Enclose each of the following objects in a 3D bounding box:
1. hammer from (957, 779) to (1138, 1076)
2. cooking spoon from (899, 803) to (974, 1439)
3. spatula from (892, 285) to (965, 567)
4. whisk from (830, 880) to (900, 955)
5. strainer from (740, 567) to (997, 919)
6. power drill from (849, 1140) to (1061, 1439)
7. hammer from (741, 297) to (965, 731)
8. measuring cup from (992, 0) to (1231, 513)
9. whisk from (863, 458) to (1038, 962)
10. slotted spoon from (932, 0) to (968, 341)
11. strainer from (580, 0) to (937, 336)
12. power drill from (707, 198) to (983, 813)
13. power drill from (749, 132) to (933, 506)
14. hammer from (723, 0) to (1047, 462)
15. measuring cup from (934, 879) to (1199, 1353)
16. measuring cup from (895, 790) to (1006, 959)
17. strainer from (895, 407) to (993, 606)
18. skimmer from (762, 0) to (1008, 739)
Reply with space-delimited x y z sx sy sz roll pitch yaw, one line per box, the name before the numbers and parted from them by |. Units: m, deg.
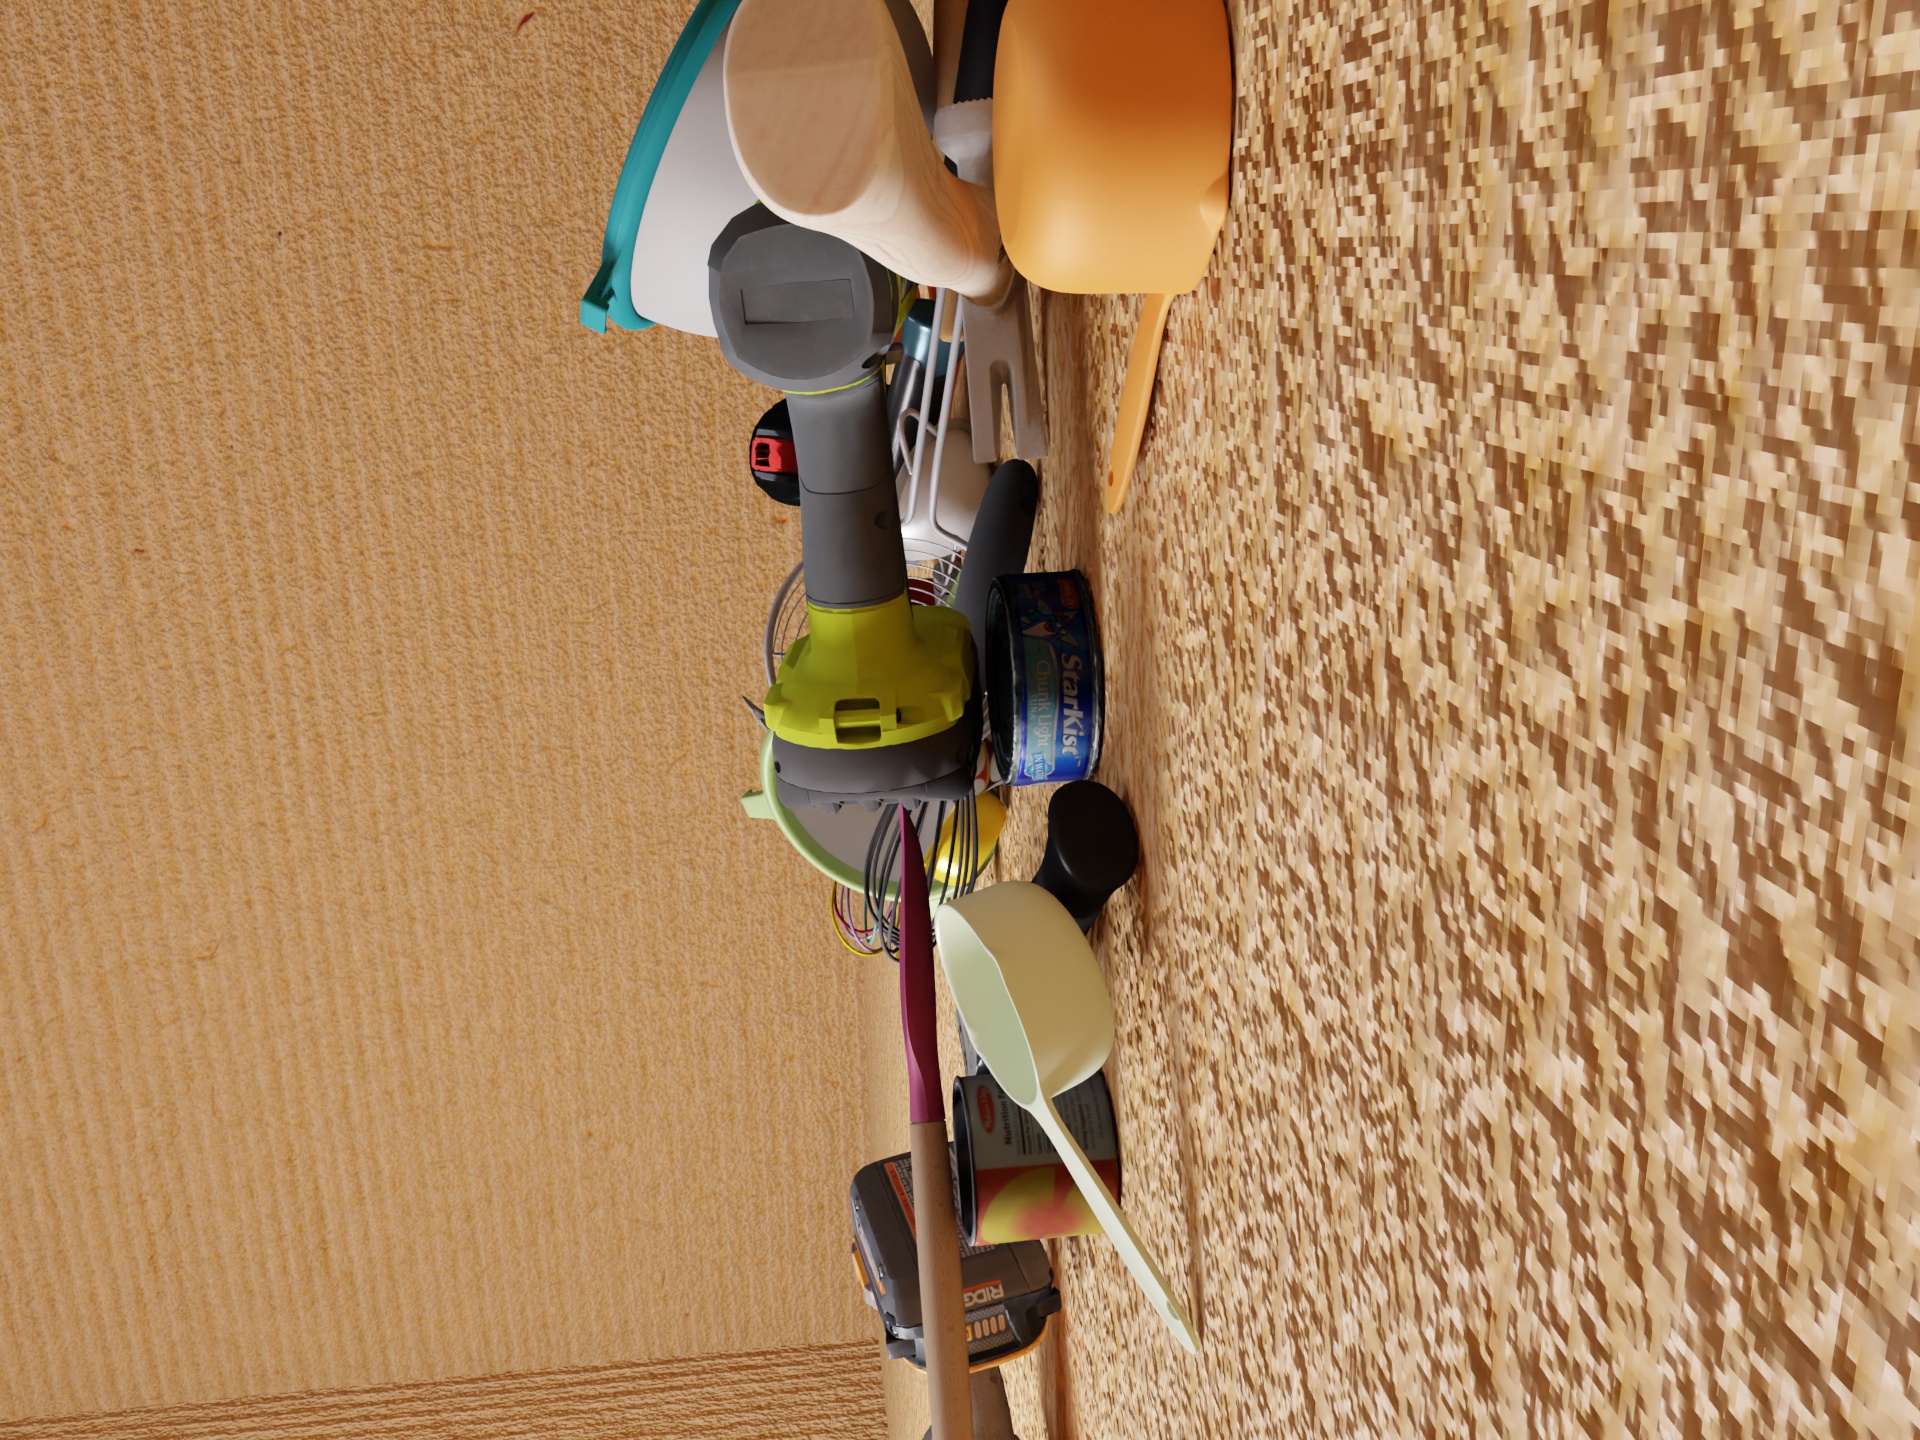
hammer | 0.029 0.116 0.727 0.408 0.036 0.149 104 161 -68
cooking spoon | -0.011 0.191 0.653 0.068 0.017 0.319 107 159 -77
spatula | -0.014 -0.149 0.934 0.322 0.081 0.041 86 158 -45
whisk | -0.063 0.044 1.114 0.051 0.047 0.245 92 178 -68
strainer | -0.021 -0.006 0.918 0.256 0.151 0.069 -64 -5 39
power drill | 0.013 0.340 0.753 0.185 0.084 0.226 -138 37 -71
hammer | -0.049 -0.096 0.911 0.033 0.128 0.330 48 141 26
measuring cup | 0.034 -0.130 0.461 0.095 0.052 0.173 -99 11 -45
whisk | 0.000 -0.002 0.729 0.055 0.055 0.239 -122 45 -77
slotted spoon | -0.004 -0.339 0.760 0.070 0.031 0.314 -172 81 -76
strainer | -0.040 -0.306 0.708 0.340 0.095 0.211 -58 3 19
power drill | -0.039 -0.098 0.622 0.191 0.080 0.228 -81 -13 -66
power drill | -0.054 -0.240 0.945 0.188 0.080 0.226 -22 -63 -62
hammer | -0.005 -0.141 0.487 0.411 0.038 0.146 -64 -31 -76
measuring cup | 0.046 0.127 0.534 0.168 0.038 0.083 58 160 25
measuring cup | -0.005 0.086 0.829 0.062 0.029 0.157 -58 5 27
strainer | -0.005 -0.086 0.907 0.087 0.050 0.258 -53 -17 -20
skimmer | -0.013 -0.151 0.718 0.090 0.127 0.363 -69 -10 -63
